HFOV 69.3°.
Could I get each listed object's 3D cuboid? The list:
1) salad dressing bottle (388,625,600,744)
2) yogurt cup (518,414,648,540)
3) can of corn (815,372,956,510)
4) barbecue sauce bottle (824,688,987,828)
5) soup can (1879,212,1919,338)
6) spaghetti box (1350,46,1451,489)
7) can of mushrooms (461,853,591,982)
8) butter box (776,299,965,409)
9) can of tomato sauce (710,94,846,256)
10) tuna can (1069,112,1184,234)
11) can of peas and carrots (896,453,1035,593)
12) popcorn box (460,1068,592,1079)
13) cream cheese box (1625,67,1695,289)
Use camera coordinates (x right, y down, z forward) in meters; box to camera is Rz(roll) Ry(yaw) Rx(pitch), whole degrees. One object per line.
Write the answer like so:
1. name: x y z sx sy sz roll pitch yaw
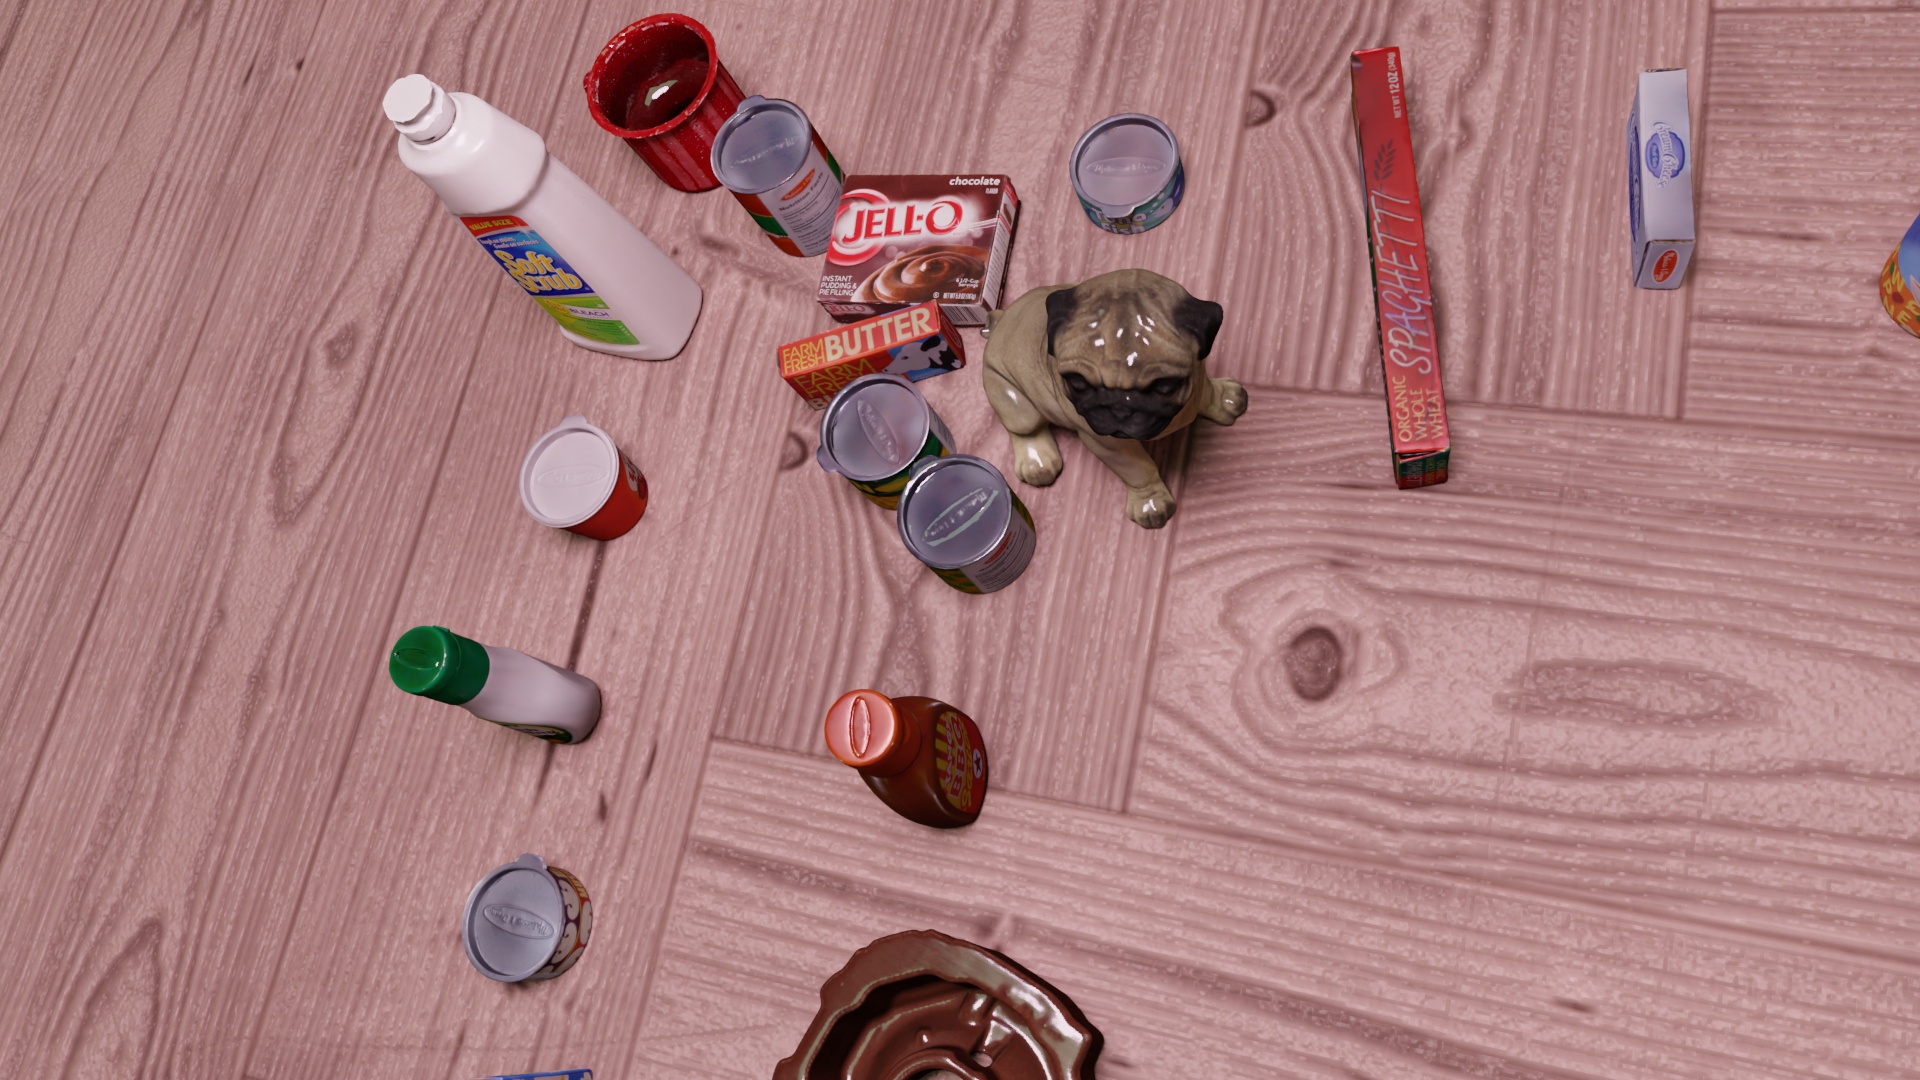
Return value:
1. salad dressing bottle: -0.261 0.082 0.786 0.064 0.147 0.044 11 76 20
2. yogurt cup: -0.232 -0.033 0.867 0.072 0.054 0.072 -5 71 16
3. can of corn: -0.043 -0.055 0.813 0.071 0.058 0.071 -5 71 16
4. barbecue sauce bottle: -0.026 0.107 0.704 0.043 0.148 0.065 -6 71 15
5. soup can: 0.489 -0.136 0.662 0.071 0.083 0.071 -5 71 16
6. spaghetti box: 0.240 -0.152 0.763 0.028 0.050 0.251 -6 71 16
7. can of mushrooms: -0.248 0.217 0.799 0.071 0.033 0.071 -5 71 16
8. butter box: -0.054 -0.111 0.838 0.103 0.053 0.024 -14 69 12
9. can of tomato sauce: -0.110 -0.229 0.879 0.071 0.083 0.071 -5 71 16
10. tuna can: 0.101 -0.218 0.838 0.071 0.032 0.071 -5 71 16
11. can of peas and carrots: 0.003 -0.010 0.784 0.071 0.058 0.071 -5 71 16
12. popcorn box: -0.227 0.344 0.721 0.038 0.085 0.127 -13 69 13
13. cream cheese box: 0.369 -0.190 0.734 0.024 0.053 0.104 1 73 18
